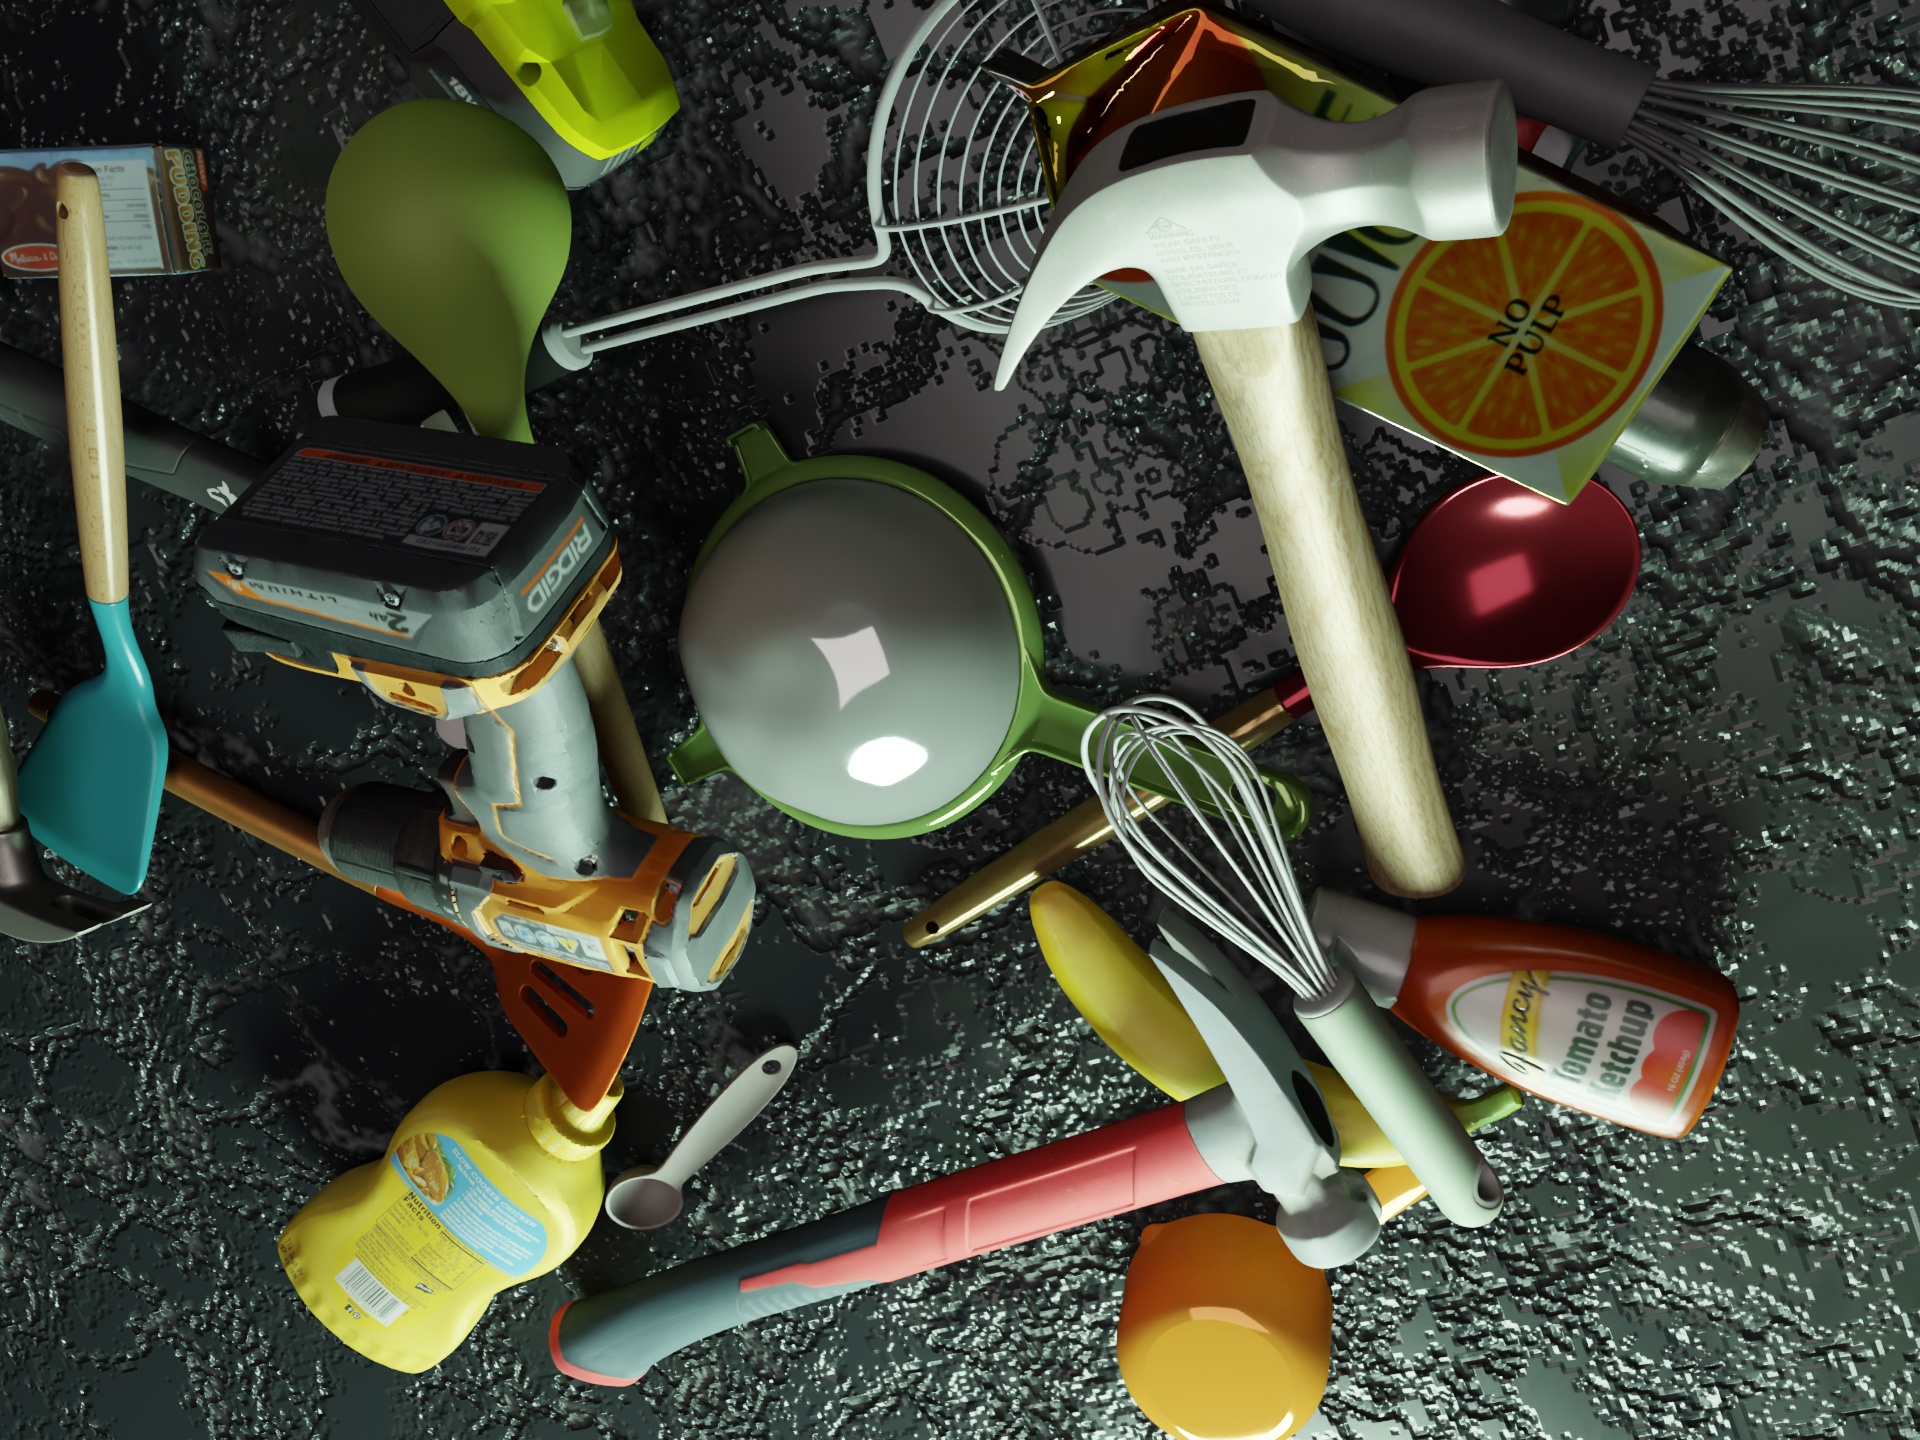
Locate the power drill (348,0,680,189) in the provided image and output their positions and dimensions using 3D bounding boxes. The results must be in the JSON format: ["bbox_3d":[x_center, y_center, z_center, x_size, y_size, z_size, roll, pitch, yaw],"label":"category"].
[{"bbox_3d":[-0.087,-0.269,0.482,0.223,0.080,0.171,-25,112,37],"label":"power drill"}]

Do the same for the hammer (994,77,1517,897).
[{"bbox_3d":[0.107,-0.036,0.466,0.130,0.031,0.331,4,148,28],"label":"hammer"}]

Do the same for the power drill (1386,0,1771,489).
[{"bbox_3d":[0.195,-0.193,0.474,0.188,0.080,0.226,27,115,5],"label":"power drill"}]

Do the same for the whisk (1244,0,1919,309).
[{"bbox_3d":[0.181,-0.167,0.425,0.239,0.055,0.055,26,112,11],"label":"whisk"}]

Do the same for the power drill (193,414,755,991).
[{"bbox_3d":[-0.183,0.004,0.573,0.185,0.084,0.226,11,140,20],"label":"power drill"}]

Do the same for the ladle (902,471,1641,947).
[{"bbox_3d":[0.099,0.008,0.588,0.315,0.031,0.069,-34,93,23],"label":"ladle"}]

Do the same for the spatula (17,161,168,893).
[{"bbox_3d":[-0.349,-0.066,0.633,0.082,0.044,0.317,29,128,13],"label":"spatula"}]

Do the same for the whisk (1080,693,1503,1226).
[{"bbox_3d":[0.121,0.089,0.553,0.059,0.058,0.246,-19,114,47],"label":"whisk"}]

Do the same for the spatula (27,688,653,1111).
[{"bbox_3d":[-0.276,0.061,0.693,0.322,0.041,0.081,26,100,7],"label":"spatula"}]

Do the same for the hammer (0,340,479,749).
[{"bbox_3d":[-0.319,-0.111,0.639,0.335,0.035,0.146,24,128,10],"label":"hammer"}]

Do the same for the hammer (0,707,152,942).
[{"bbox_3d":[-0.414,-0.106,0.624,0.146,0.038,0.410,10,113,31],"label":"hammer"}]

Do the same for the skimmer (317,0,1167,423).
[{"bbox_3d":[-0.085,-0.169,0.567,0.363,0.090,0.127,-6,147,28],"label":"skimmer"}]

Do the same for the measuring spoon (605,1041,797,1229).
[{"bbox_3d":[-0.113,0.181,0.706,0.034,0.018,0.124,35,108,-26],"label":"measuring spoon"}]

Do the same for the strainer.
[{"bbox_3d":[-0.001,-0.002,0.574,0.256,0.069,0.151,20,110,15],"label":"strainer"}]

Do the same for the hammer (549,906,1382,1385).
[{"bbox_3d":[-0.036,0.200,0.652,0.386,0.038,0.143,-26,104,27],"label":"hammer"}]

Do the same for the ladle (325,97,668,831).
[{"bbox_3d":[-0.146,-0.062,0.583,0.078,0.062,0.319,-7,128,4],"label":"ladle"}]

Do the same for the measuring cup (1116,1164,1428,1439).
[{"bbox_3d":[0.134,0.227,0.634,0.095,0.052,0.173,44,114,-2],"label":"measuring cup"}]
